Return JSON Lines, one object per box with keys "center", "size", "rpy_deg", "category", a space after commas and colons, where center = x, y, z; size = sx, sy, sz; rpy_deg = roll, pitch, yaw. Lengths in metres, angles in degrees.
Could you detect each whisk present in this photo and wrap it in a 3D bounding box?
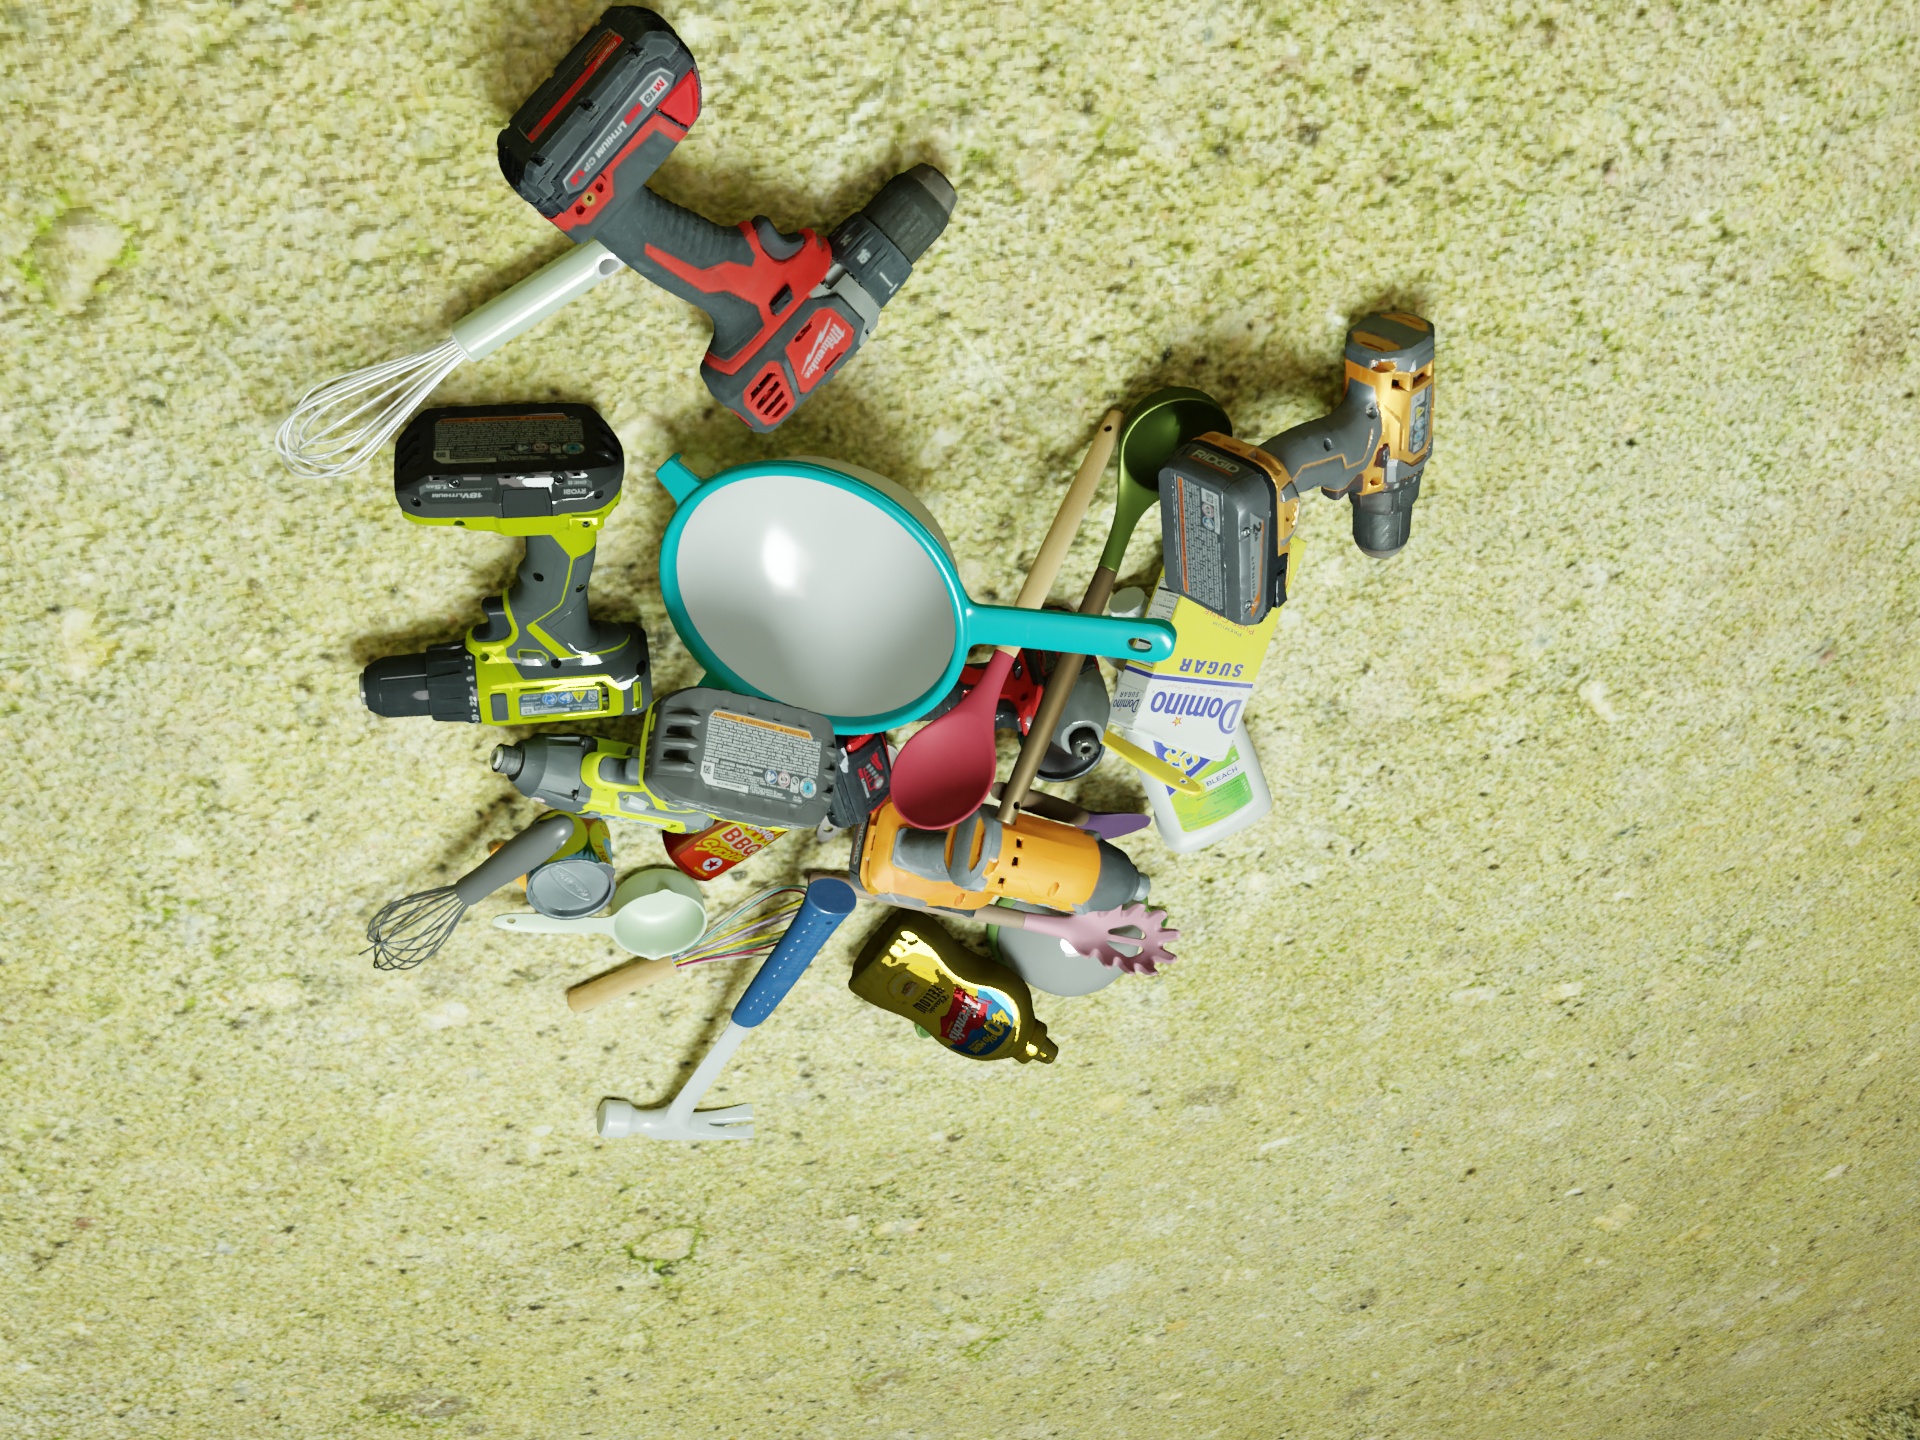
{"center": [-0.300, -0.218, 0.938], "size": [0.246, 0.059, 0.057], "rpy_deg": [-31, 156, 5], "category": "whisk"}
{"center": [-0.220, 0.194, 1.331], "size": [0.245, 0.047, 0.051], "rpy_deg": [-23, 134, 8], "category": "whisk"}
{"center": [-0.372, 0.128, 1.195], "size": [0.239, 0.055, 0.055], "rpy_deg": [-32, 133, 27], "category": "whisk"}

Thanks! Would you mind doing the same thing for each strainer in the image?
{"center": [-0.024, -0.091, 1.043], "size": [0.340, 0.095, 0.210], "rpy_deg": [7, 130, 12], "category": "strainer"}
{"center": [0.063, 0.229, 1.427], "size": [0.256, 0.069, 0.151], "rpy_deg": [-38, 130, 15], "category": "strainer"}

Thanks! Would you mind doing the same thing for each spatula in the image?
{"center": [0.087, 0.072, 1.232], "size": [0.060, 0.018, 0.315], "rpy_deg": [-19, 164, 19], "category": "spatula"}

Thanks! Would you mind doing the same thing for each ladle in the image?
{"center": [0.097, -0.076, 1.077], "size": [0.078, 0.062, 0.320], "rpy_deg": [24, 87, -32], "category": "ladle"}
{"center": [0.040, -0.070, 1.081], "size": [0.315, 0.069, 0.031], "rpy_deg": [-64, 165, -3], "category": "ladle"}

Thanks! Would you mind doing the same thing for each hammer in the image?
{"center": [-0.183, 0.261, 1.364], "size": [0.144, 0.035, 0.405], "rpy_deg": [11, 136, -26], "category": "hammer"}

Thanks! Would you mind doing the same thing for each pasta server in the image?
{"center": [0.028, 0.162, 1.337], "size": [0.316, 0.060, 0.040], "rpy_deg": [12, 168, -8], "category": "pasta server"}

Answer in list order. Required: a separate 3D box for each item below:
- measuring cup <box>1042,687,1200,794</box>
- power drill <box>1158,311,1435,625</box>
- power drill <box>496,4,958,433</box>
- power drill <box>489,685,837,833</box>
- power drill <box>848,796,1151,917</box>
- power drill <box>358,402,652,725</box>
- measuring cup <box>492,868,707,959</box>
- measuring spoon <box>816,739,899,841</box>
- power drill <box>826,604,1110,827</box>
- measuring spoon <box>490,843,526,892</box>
{"center": [0.120, 0.007, 1.199], "size": [0.062, 0.157, 0.029], "rpy_deg": [-26, 139, -43], "category": "measuring cup"}
{"center": [0.241, -0.153, 1.090], "size": [0.226, 0.084, 0.185], "rpy_deg": [-36, 138, -25], "category": "power drill"}
{"center": [-0.122, -0.292, 0.897], "size": [0.188, 0.080, 0.226], "rpy_deg": [-46, 131, 6], "category": "power drill"}
{"center": [-0.204, 0.034, 1.090], "size": [0.171, 0.080, 0.223], "rpy_deg": [15, 164, -39], "category": "power drill"}
{"center": [0.028, 0.109, 1.215], "size": [0.164, 0.084, 0.226], "rpy_deg": [16, 169, -28], "category": "power drill"}
{"center": [-0.300, -0.087, 1.034], "size": [0.190, 0.080, 0.228], "rpy_deg": [-5, 135, -14], "category": "power drill"}
{"center": [-0.288, 0.151, 1.276], "size": [0.167, 0.038, 0.083], "rpy_deg": [3, 130, -17], "category": "measuring cup"}
{"center": [-0.086, 0.054, 1.269], "size": [0.034, 0.018, 0.124], "rpy_deg": [16, 131, -25], "category": "measuring spoon"}
{"center": [-0.002, -0.004, 1.153], "size": [0.219, 0.143, 0.078], "rpy_deg": [-14, 131, -1], "category": "power drill"}
{"center": [-0.336, 0.130, 1.263], "size": [0.021, 0.011, 0.116], "rpy_deg": [-25, 137, 6], "category": "measuring spoon"}
